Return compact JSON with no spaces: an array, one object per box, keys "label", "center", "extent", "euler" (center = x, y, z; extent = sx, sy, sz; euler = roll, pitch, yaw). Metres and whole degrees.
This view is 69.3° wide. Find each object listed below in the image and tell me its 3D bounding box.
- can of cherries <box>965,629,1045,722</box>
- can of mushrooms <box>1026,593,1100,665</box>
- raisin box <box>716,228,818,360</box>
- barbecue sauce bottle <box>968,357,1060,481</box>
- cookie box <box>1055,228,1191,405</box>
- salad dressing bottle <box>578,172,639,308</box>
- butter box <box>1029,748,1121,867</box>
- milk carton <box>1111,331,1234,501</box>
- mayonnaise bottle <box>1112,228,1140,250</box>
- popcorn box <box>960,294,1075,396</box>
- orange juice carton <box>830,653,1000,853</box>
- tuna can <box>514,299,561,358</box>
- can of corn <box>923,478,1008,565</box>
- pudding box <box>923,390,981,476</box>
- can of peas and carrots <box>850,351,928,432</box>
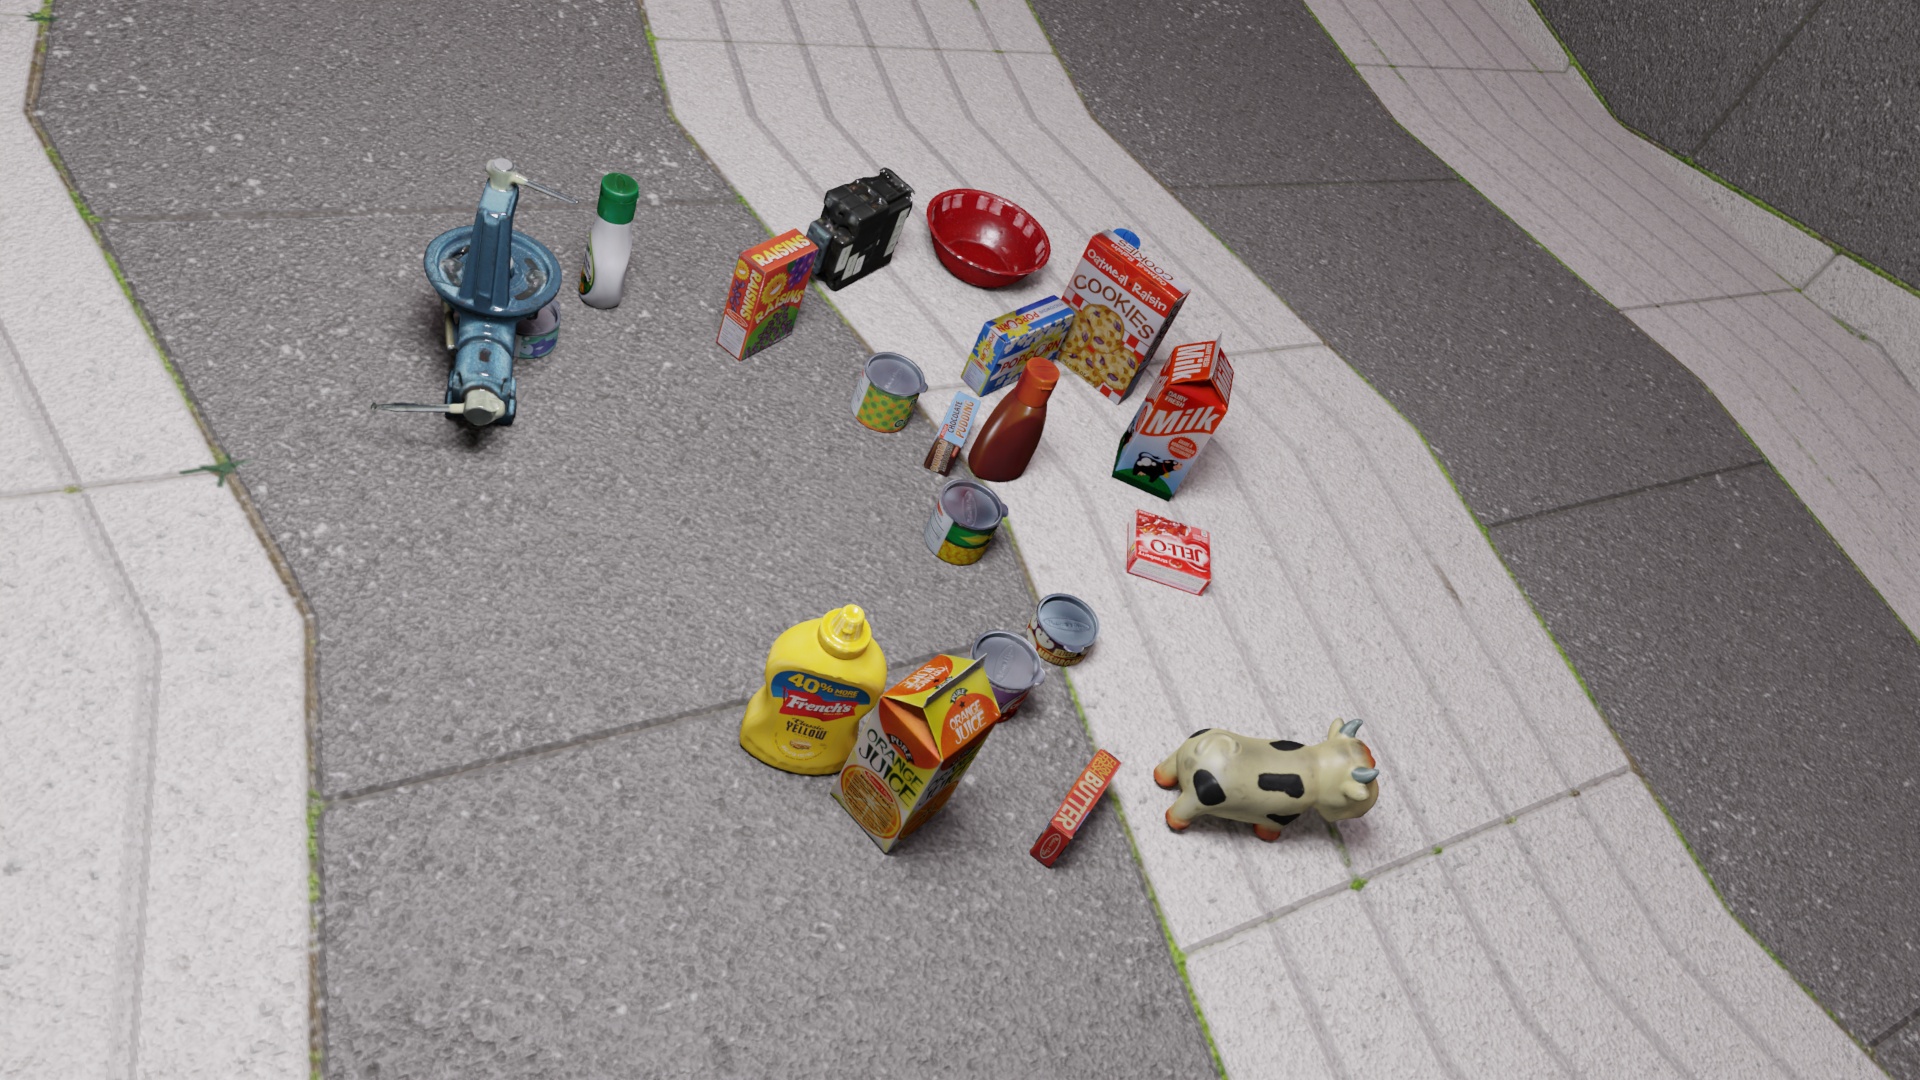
[{"label":"can of cherries","center":[0.035,0.126,1.267],"extent":[0.071,0.058,0.072],"euler":[13,46,-14]},{"label":"can of mushrooms","center":[0.100,0.088,1.348],"extent":[0.071,0.033,0.071],"euler":[13,46,-14]},{"label":"raisin box","center":[-0.204,-0.259,1.461],"extent":[0.040,0.122,0.086],"euler":[40,46,13]},{"label":"barbecue sauce bottle","center":[0.060,-0.125,1.443],"extent":[0.065,0.147,0.044],"euler":[-1,51,-26]},{"label":"cookie box","center":[0.175,-0.256,1.603],"extent":[0.123,0.166,0.040],"euler":[39,46,12]},{"label":"salad dressing bottle","center":[-0.357,-0.305,1.415],"extent":[0.044,0.146,0.064],"euler":[2,50,-23]},{"label":"butter box","center":[0.100,0.231,1.205],"extent":[0.024,0.052,0.104],"euler":[35,45,9]},{"label":"milk carton","center":[0.238,-0.139,1.508],"extent":[0.073,0.189,0.073],"euler":[23,44,-4]},{"label":"mayonnaise bottle","center":[0.169,-0.303,1.657],"extent":[0.041,0.147,0.065],"euler":[23,45,-5]},{"label":"popcorn box","center":[0.066,-0.222,1.580],"extent":[0.127,0.084,0.038],"euler":[-29,66,-40]},{"label":"orange juice carton","center":[-0.032,0.161,1.108],"extent":[0.073,0.191,0.072],"euler":[44,47,17]},{"label":"tuna can","center":[-0.431,-0.215,1.381],"extent":[0.071,0.032,0.071],"euler":[13,46,-14]},{"label":"can of corn","center":[0.005,-0.017,1.384],"extent":[0.071,0.058,0.071],"euler":[13,46,-14]},{"label":"pudding box","center":[-0.008,-0.114,1.472],"extent":[0.030,0.049,0.084],"euler":[25,44,-3]},{"label":"can of peas and carrots","center":[-0.075,-0.156,1.473],"extent":[0.071,0.058,0.071],"euler":[13,46,-14]}]
